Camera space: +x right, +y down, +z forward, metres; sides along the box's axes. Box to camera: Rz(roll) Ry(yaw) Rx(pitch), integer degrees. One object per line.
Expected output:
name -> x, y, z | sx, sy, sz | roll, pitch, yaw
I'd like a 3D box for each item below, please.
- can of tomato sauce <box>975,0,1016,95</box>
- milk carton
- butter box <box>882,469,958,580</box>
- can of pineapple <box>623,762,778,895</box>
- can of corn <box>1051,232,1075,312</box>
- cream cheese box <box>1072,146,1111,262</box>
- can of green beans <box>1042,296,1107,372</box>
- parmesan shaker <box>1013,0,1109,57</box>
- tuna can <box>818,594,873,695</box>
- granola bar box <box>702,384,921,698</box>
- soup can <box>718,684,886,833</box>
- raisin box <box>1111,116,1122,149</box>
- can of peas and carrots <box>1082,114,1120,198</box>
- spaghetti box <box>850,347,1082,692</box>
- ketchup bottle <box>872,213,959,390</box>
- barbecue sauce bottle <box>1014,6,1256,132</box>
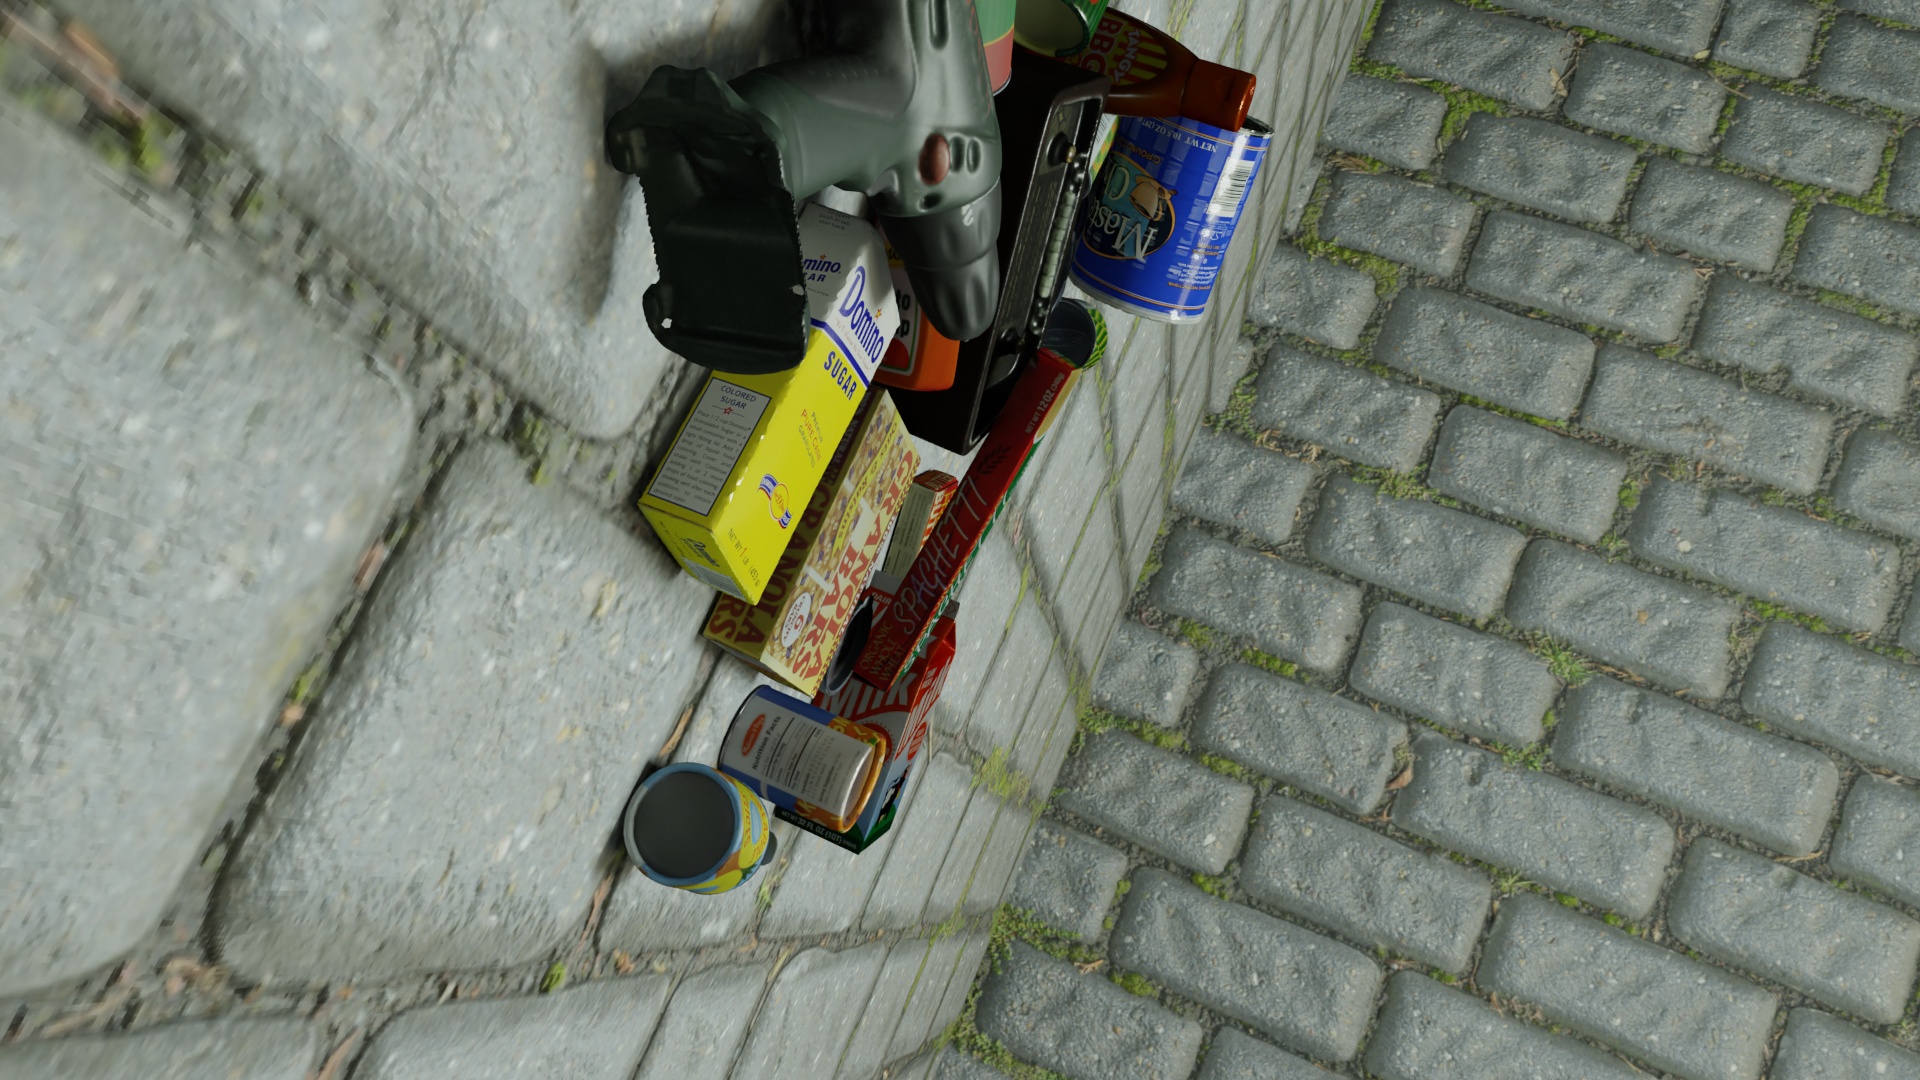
can of tomato sauce -> -0.005, -0.259, 0.650 | 0.082, 0.071, 0.071 | 95, 21, -49
milk carton -> -0.062, 0.121, 1.008 | 0.073, 0.072, 0.190 | -11, 121, -74
butter box -> -0.033, 0.001, 1.043 | 0.053, 0.024, 0.103 | -31, 140, -69
can of pineapple -> -0.140, 0.156, 0.753 | 0.057, 0.071, 0.071 | 69, 43, -71
can of corn -> 0.041, -0.191, 0.963 | 0.071, 0.058, 0.071 | 19, 92, -77
cream cheese box -> 0.076, -0.250, 1.026 | 0.103, 0.053, 0.024 | 98, 16, -45
can of green beans -> 0.086, -0.171, 1.165 | 0.058, 0.071, 0.071 | -26, 136, -72
parmesan shaker -> 0.067, -0.340, 0.803 | 0.071, 0.071, 0.103 | 68, 45, -72
tuna can -> -0.085, 0.063, 0.909 | 0.071, 0.033, 0.071 | 20, 92, -77
granola bar box -> -0.082, 0.000, 0.810 | 0.124, 0.039, 0.166 | 64, 49, -72
soup can -> -0.097, 0.136, 0.865 | 0.071, 0.084, 0.071 | 19, 92, -78
raisin box -> 0.152, -0.327, 1.140 | 0.124, 0.086, 0.039 | -53, 158, -49
can of peas and carrots -> 0.066, -0.269, 0.931 | 0.070, 0.071, 0.059 | 82, 32, -65
spaghetti box -> 0.003, -0.011, 0.904 | 0.249, 0.029, 0.050 | -60, 173, 14
ketchup bottle -> -0.023, -0.159, 0.755 | 0.044, 0.065, 0.148 | -8, 113, -45
barbecue sauce bottle -> 0.110, -0.296, 0.876 | 0.043, 0.149, 0.065 | 32, 80, -77
